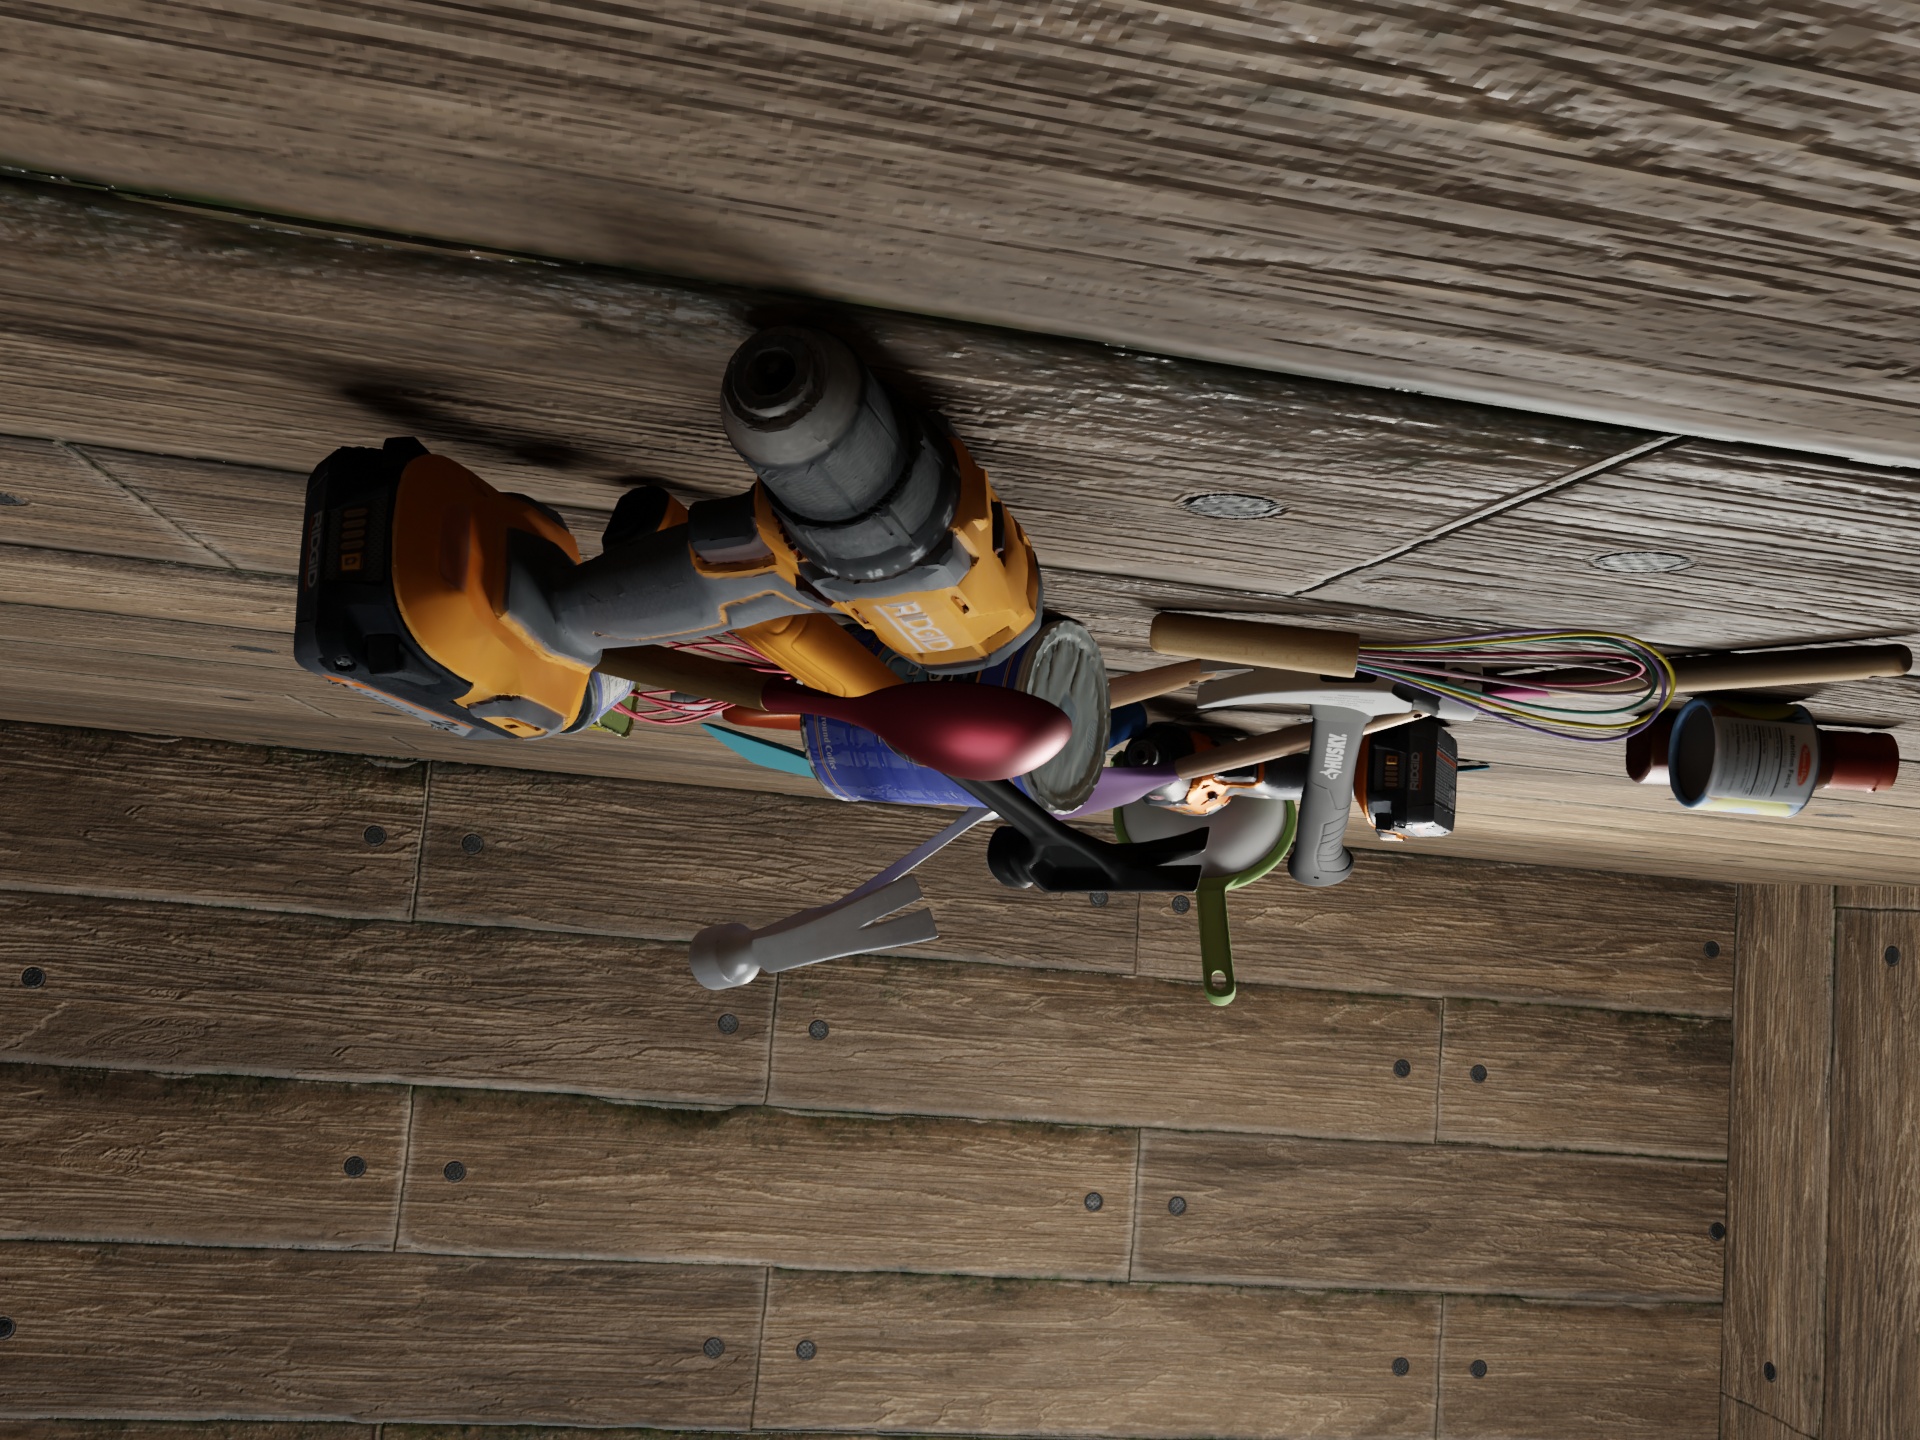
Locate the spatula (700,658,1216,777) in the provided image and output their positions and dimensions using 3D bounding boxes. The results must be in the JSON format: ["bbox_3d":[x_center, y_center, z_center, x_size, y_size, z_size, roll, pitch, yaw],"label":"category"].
[{"bbox_3d":[-0.002,-0.003,0.970,0.317,0.044,0.082,-14,155,15],"label":"spatula"}]

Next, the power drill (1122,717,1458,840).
[{"bbox_3d":[0.233,0.037,1.151,0.226,0.084,0.164,2,173,25],"label":"power drill"}]

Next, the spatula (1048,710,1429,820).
[{"bbox_3d":[0.169,0.026,1.071,0.316,0.018,0.059,-17,141,33],"label":"spatula"}]

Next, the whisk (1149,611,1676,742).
[{"bbox_3d":[0.214,-0.033,0.766,0.245,0.051,0.047,8,154,13],"label":"whisk"}]

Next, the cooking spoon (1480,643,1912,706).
[{"bbox_3d":[0.335,-0.021,0.839,0.068,0.017,0.319,8,174,-32],"label":"cooking spoon"}]

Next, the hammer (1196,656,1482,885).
[{"bbox_3d":[0.222,0.038,0.984,0.146,0.035,0.334,6,157,12],"label":"hammer"}]

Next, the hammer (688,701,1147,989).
[{"bbox_3d":[0.016,0.056,0.962,0.144,0.035,0.405,-17,-172,36],"label":"hammer"}]

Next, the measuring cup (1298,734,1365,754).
[{"bbox_3d":[0.295,0.034,1.297,0.083,0.038,0.167,5,172,0],"label":"measuring cup"}]

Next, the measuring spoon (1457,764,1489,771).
[{"bbox_3d":[0.403,0.035,1.367,0.128,0.021,0.042,-2,177,-24],"label":"measuring spoon"}]

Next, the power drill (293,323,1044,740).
[{"bbox_3d":[-0.100,-0.056,0.511,0.226,0.084,0.185,-6,164,14],"label":"power drill"}]

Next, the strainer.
[{"bbox_3d":[0.198,0.101,1.267,0.151,0.257,0.069,-3,138,6],"label":"strainer"}]

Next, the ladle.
[{"bbox_3d":[-0.098,-0.017,0.657,0.315,0.031,0.069,12,160,31],"label":"ladle"}]

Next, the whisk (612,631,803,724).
[{"bbox_3d":[-0.119,-0.031,0.959,0.073,0.073,0.295,1,180,31],"label":"whisk"}]

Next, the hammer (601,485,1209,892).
[{"bbox_3d":[-0.022,-0.001,0.715,0.127,0.034,0.336,-4,149,42],"label":"hammer"}]
